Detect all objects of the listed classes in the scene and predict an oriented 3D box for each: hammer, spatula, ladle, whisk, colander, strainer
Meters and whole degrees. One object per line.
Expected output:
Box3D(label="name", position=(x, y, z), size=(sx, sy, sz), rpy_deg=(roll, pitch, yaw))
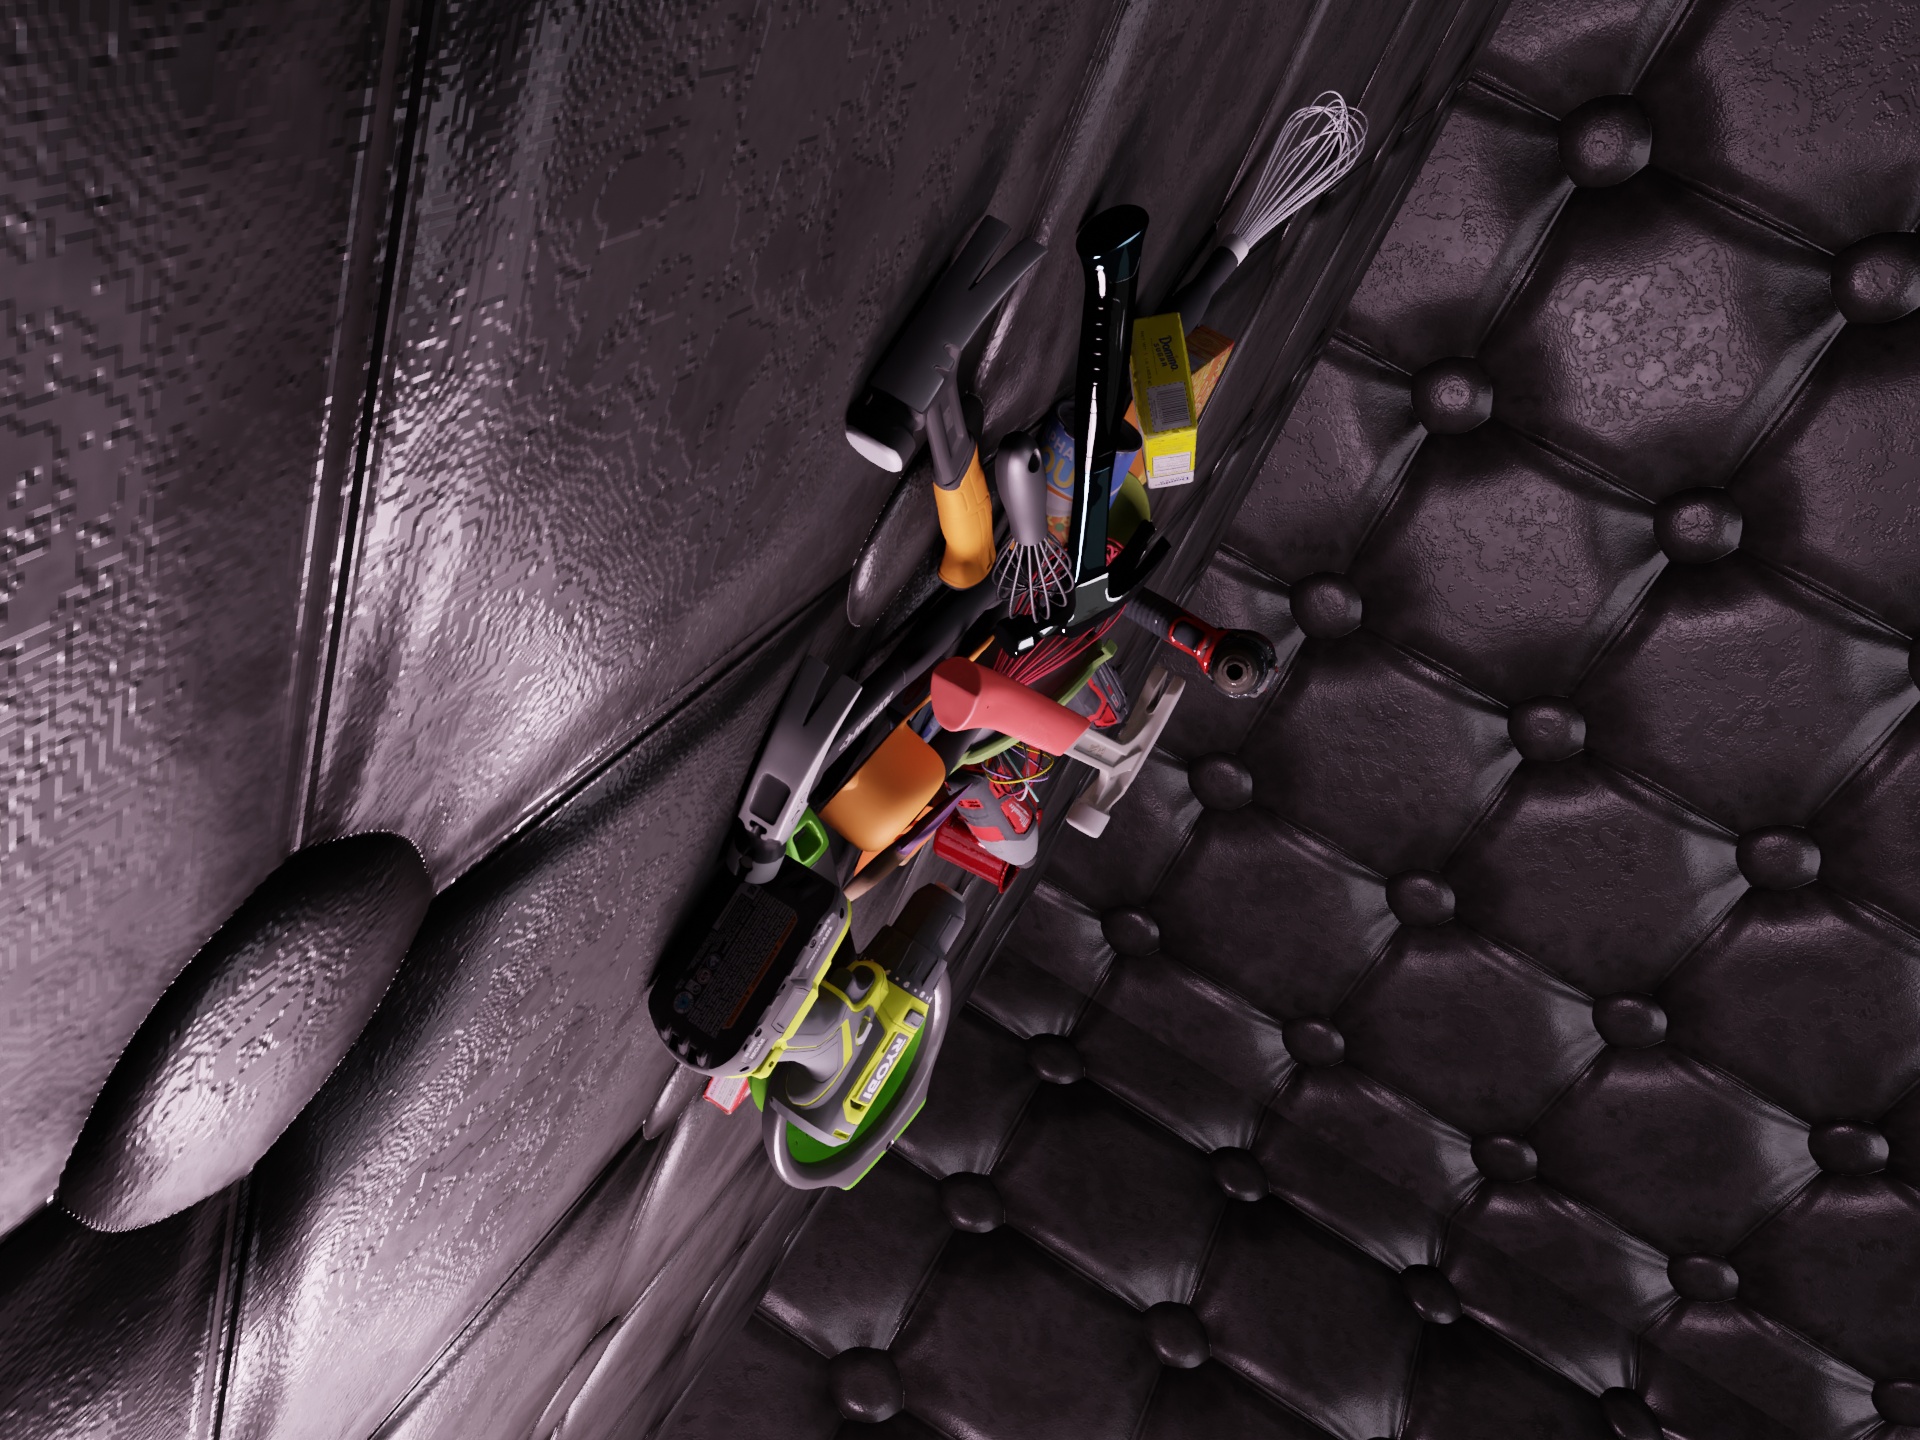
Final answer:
Box3D(label="hammer", position=(-0.037, -0.037, 1.012), size=(0.335, 0.035, 0.146), rpy_deg=(-49, 167, -52))
Box3D(label="hammer", position=(0.001, -0.143, 0.876), size=(0.127, 0.034, 0.336), rpy_deg=(-57, 171, -8))
Box3D(label="hammer", position=(0.072, -0.003, 1.149), size=(0.149, 0.037, 0.358), rpy_deg=(-61, 155, 2))
Box3D(label="spatula", position=(-0.049, 0.101, 1.229), size=(0.060, 0.018, 0.316), rpy_deg=(-44, 179, -26))
Box3D(label="ladle", position=(0.116, -0.211, 1.189), size=(0.078, 0.062, 0.320), rpy_deg=(-63, 168, -17))
Box3D(label="whisk", position=(0.036, 0.019, 1.337), size=(0.047, 0.051, 0.245), rpy_deg=(-45, -165, 3))
Box3D(label="colander", position=(-0.113, 0.190, 1.172), size=(0.204, 0.095, 0.396), rpy_deg=(-44, 144, -31))
Box3D(label="strainer", position=(-0.002, -0.004, 1.271), size=(0.256, 0.069, 0.151), rpy_deg=(-40, -167, -9))
Box3D(label="spatula", position=(-0.020, 0.063, 1.496), size=(0.081, 0.041, 0.323), rpy_deg=(-64, 174, 24))
Box3D(label="whisk", position=(0.238, -0.405, 1.293), size=(0.284, 0.070, 0.070), rpy_deg=(-52, 170, -14))
Box3D(label="whisk", position=(0.038, -0.112, 0.942), size=(0.055, 0.055, 0.238), rpy_deg=(-58, 167, -10))
Box3D(label="hammer", position=(0.086, -0.177, 1.023), size=(0.128, 0.033, 0.330), rpy_deg=(-24, 144, -19))
Box3D(label="whisk", position=(0.031, -0.028, 1.178), size=(0.296, 0.073, 0.073), rpy_deg=(-50, 169, -16))

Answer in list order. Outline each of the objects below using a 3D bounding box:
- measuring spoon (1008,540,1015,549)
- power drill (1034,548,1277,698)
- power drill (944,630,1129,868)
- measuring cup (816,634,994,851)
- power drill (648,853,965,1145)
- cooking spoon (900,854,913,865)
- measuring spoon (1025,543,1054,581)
Box3D(label="measuring spoon", position=(0.032, -0.130, 1.185), size=(0.117, 0.011, 0.021), rpy_deg=(-58, 172, 13))
Box3D(label="power drill", position=(0.184, -0.090, 1.445), size=(0.080, 0.227, 0.188), rpy_deg=(-61, 171, 11))
Box3D(label="power drill", position=(0.072, 0.027, 1.505), size=(0.220, 0.078, 0.143), rpy_deg=(-57, 135, -31))
Box3D(label="measuring cup", position=(-0.022, 0.019, 1.082), size=(0.173, 0.052, 0.095), rpy_deg=(-45, -177, 10))
Box3D(label="power drill", position=(-0.085, 0.168, 1.031), size=(0.190, 0.080, 0.228), rpy_deg=(-58, 151, -8))
Box3D(label="cooking spoon", position=(0.004, 0.065, 1.639), size=(0.319, 0.017, 0.068), rpy_deg=(-47, 168, -55))
Box3D(label="measuring spoon", position=(0.077, -0.171, 1.297), size=(0.034, 0.018, 0.124), rpy_deg=(-47, 158, -67))
